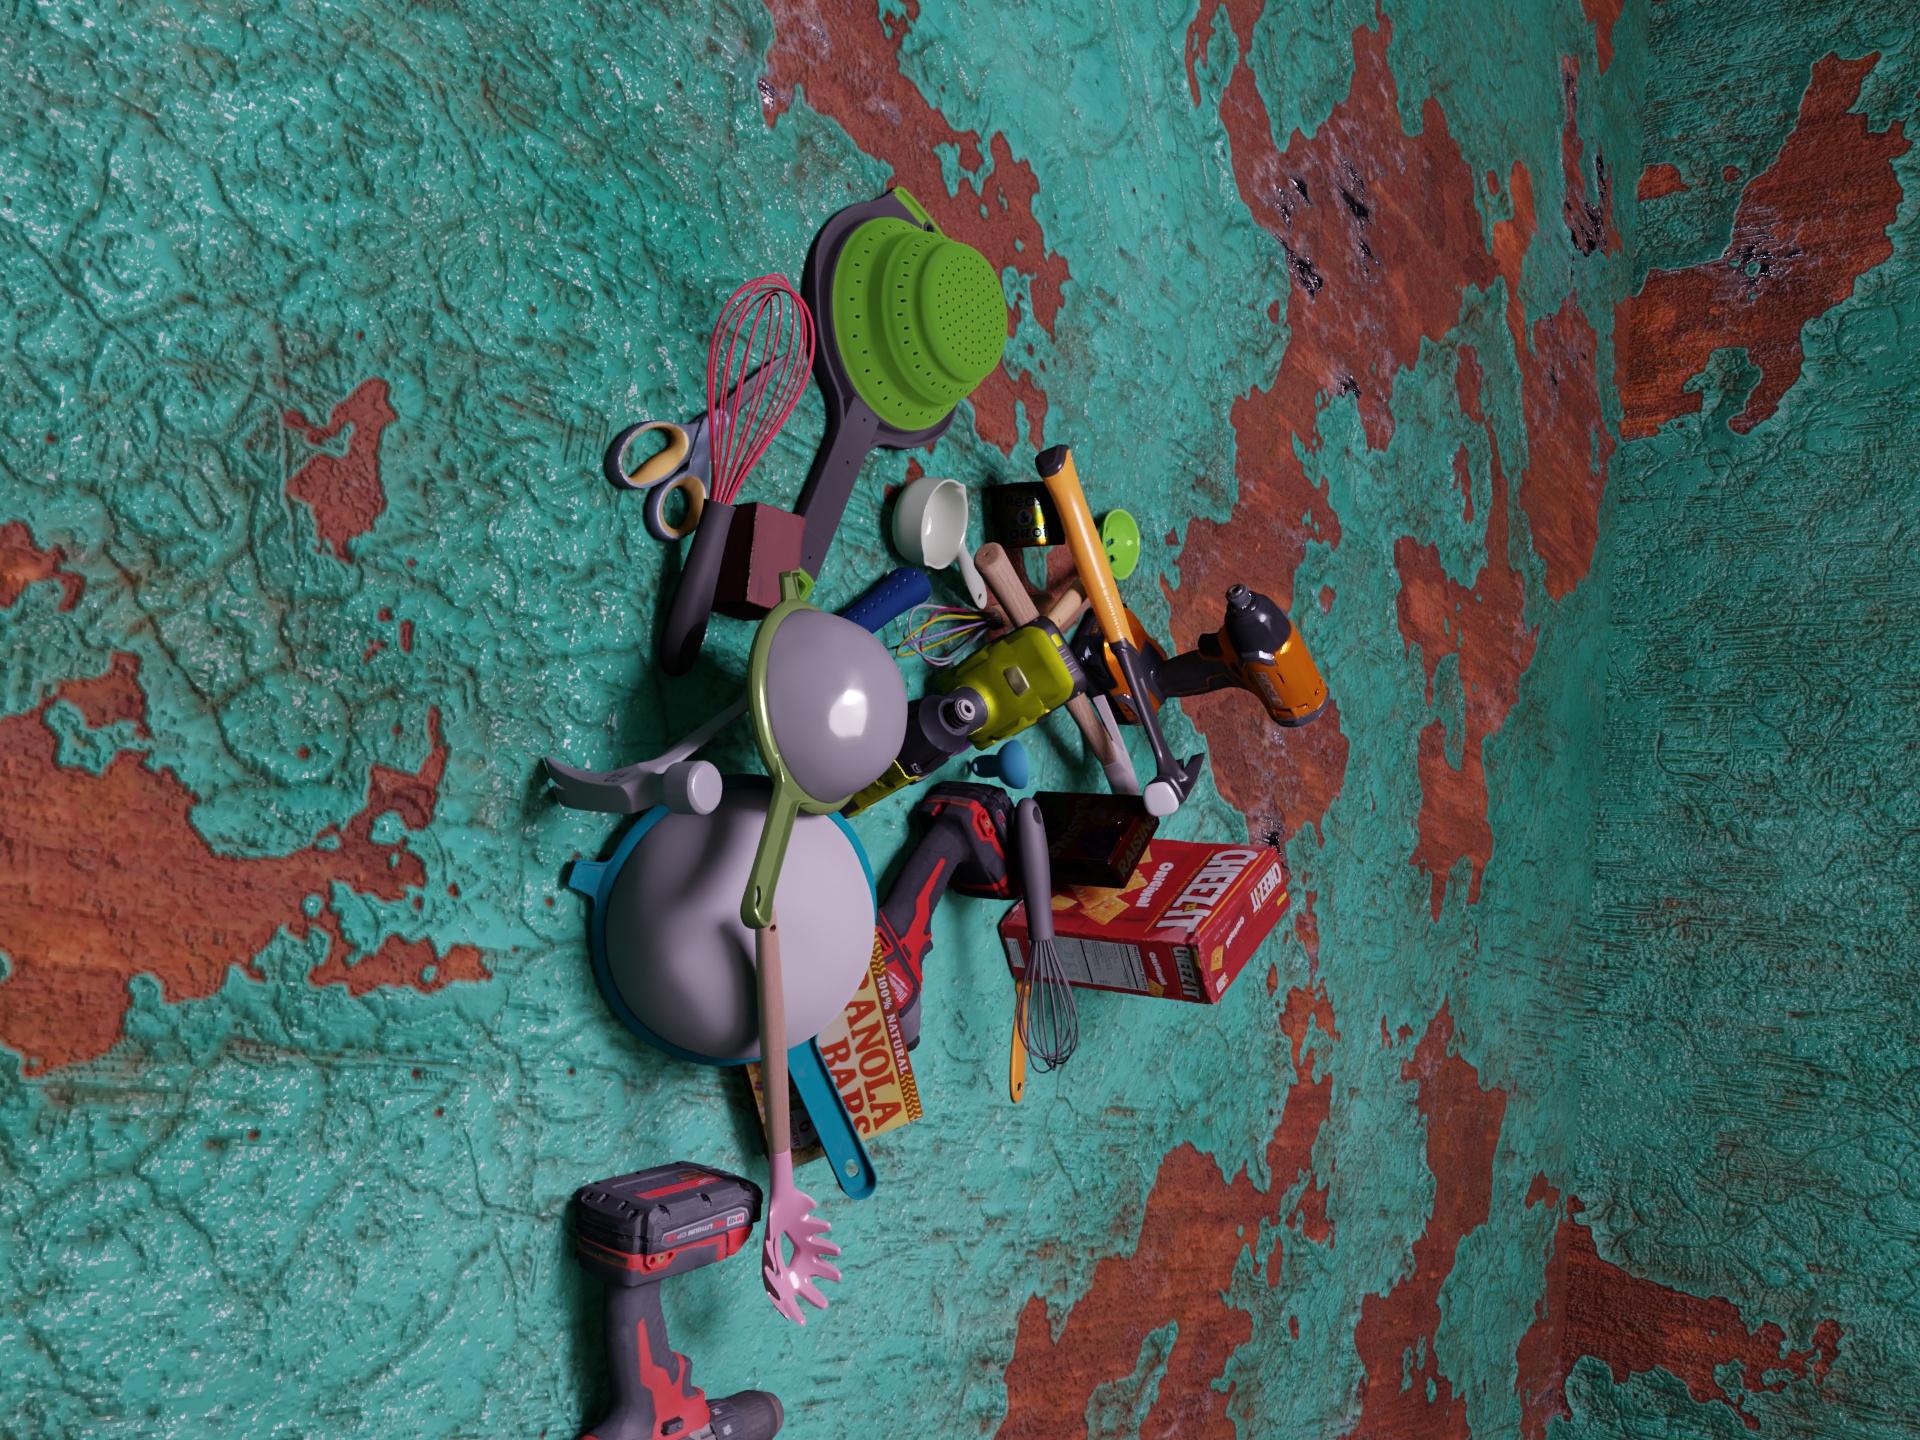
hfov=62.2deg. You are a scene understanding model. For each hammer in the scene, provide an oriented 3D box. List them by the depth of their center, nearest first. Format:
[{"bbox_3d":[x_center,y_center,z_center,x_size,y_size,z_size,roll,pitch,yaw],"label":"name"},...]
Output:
[{"bbox_3d":[-0.137,-0.031,1.171,0.405,0.144,0.035,-43,125,-54],"label":"hammer"},{"bbox_3d":[0.141,-0.087,1.428,0.336,0.034,0.127,69,24,-10],"label":"hammer"},{"bbox_3d":[0.091,-0.040,1.441,0.331,0.031,0.130,55,15,-42],"label":"hammer"}]

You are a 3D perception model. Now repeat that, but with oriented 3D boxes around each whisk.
[{"bbox_3d":[-0.166,-0.173,1.134,0.073,0.073,0.296,12,95,-51],"label":"whisk"},{"bbox_3d":[0.066,0.183,1.348,0.055,0.055,0.239,-13,99,-51],"label":"whisk"},{"bbox_3d":[0.020,-0.088,1.405,0.245,0.051,0.047,-21,132,-55],"label":"whisk"}]

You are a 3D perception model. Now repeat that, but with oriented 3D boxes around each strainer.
[{"bbox_3d":[-0.087,0.026,1.052,0.151,0.069,0.257,58,32,-41],"label":"strainer"},{"bbox_3d":[-0.118,0.204,1.113,0.211,0.095,0.340,-27,105,-20],"label":"strainer"}]

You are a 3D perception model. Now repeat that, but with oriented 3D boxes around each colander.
[{"bbox_3d":[-0.051,-0.259,1.279,0.204,0.094,0.397,42,58,-43],"label":"colander"}]

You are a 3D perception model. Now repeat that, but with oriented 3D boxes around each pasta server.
[{"bbox_3d":[-0.118,0.268,1.073,0.060,0.040,0.316,-24,121,-46],"label":"pasta server"}]

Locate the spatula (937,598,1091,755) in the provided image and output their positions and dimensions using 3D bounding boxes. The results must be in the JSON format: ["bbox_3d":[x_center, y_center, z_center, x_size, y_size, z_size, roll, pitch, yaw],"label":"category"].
[{"bbox_3d":[0.058,-0.058,1.479,0.316,0.018,0.059,-43,117,-42],"label":"spatula"}]

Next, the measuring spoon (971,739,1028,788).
[{"bbox_3d":[0.025,0.040,1.367,0.021,0.128,0.042,-8,90,-20],"label":"measuring spoon"}]

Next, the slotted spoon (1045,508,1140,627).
[{"bbox_3d":[0.120,-0.134,1.486,0.314,0.031,0.070,-49,128,-62],"label":"slotted spoon"}]

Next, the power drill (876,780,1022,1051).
[{"bbox_3d":[-0.027,0.164,1.327,0.220,0.078,0.143,-49,126,-36],"label":"power drill"}]

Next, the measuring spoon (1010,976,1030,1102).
[{"bbox_3d":[0.058,0.297,1.482,0.021,0.011,0.117,10,82,-51],"label":"measuring spoon"}]

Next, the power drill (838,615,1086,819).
[{"bbox_3d":[-0.002,-0.004,1.275,0.223,0.171,0.080,-31,91,-48],"label":"power drill"}]

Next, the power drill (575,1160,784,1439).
[{"bbox_3d":[-0.193,0.432,1.114,0.187,0.080,0.227,4,90,-52],"label":"power drill"}]

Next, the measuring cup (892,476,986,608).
[{"bbox_3d":[-0.015,-0.147,1.381,0.083,0.038,0.167,-65,153,-20],"label":"measuring cup"}]

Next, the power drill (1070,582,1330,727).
[{"bbox_3d":[0.220,-0.065,1.515,0.164,0.226,0.084,53,51,-37],"label":"power drill"}]
